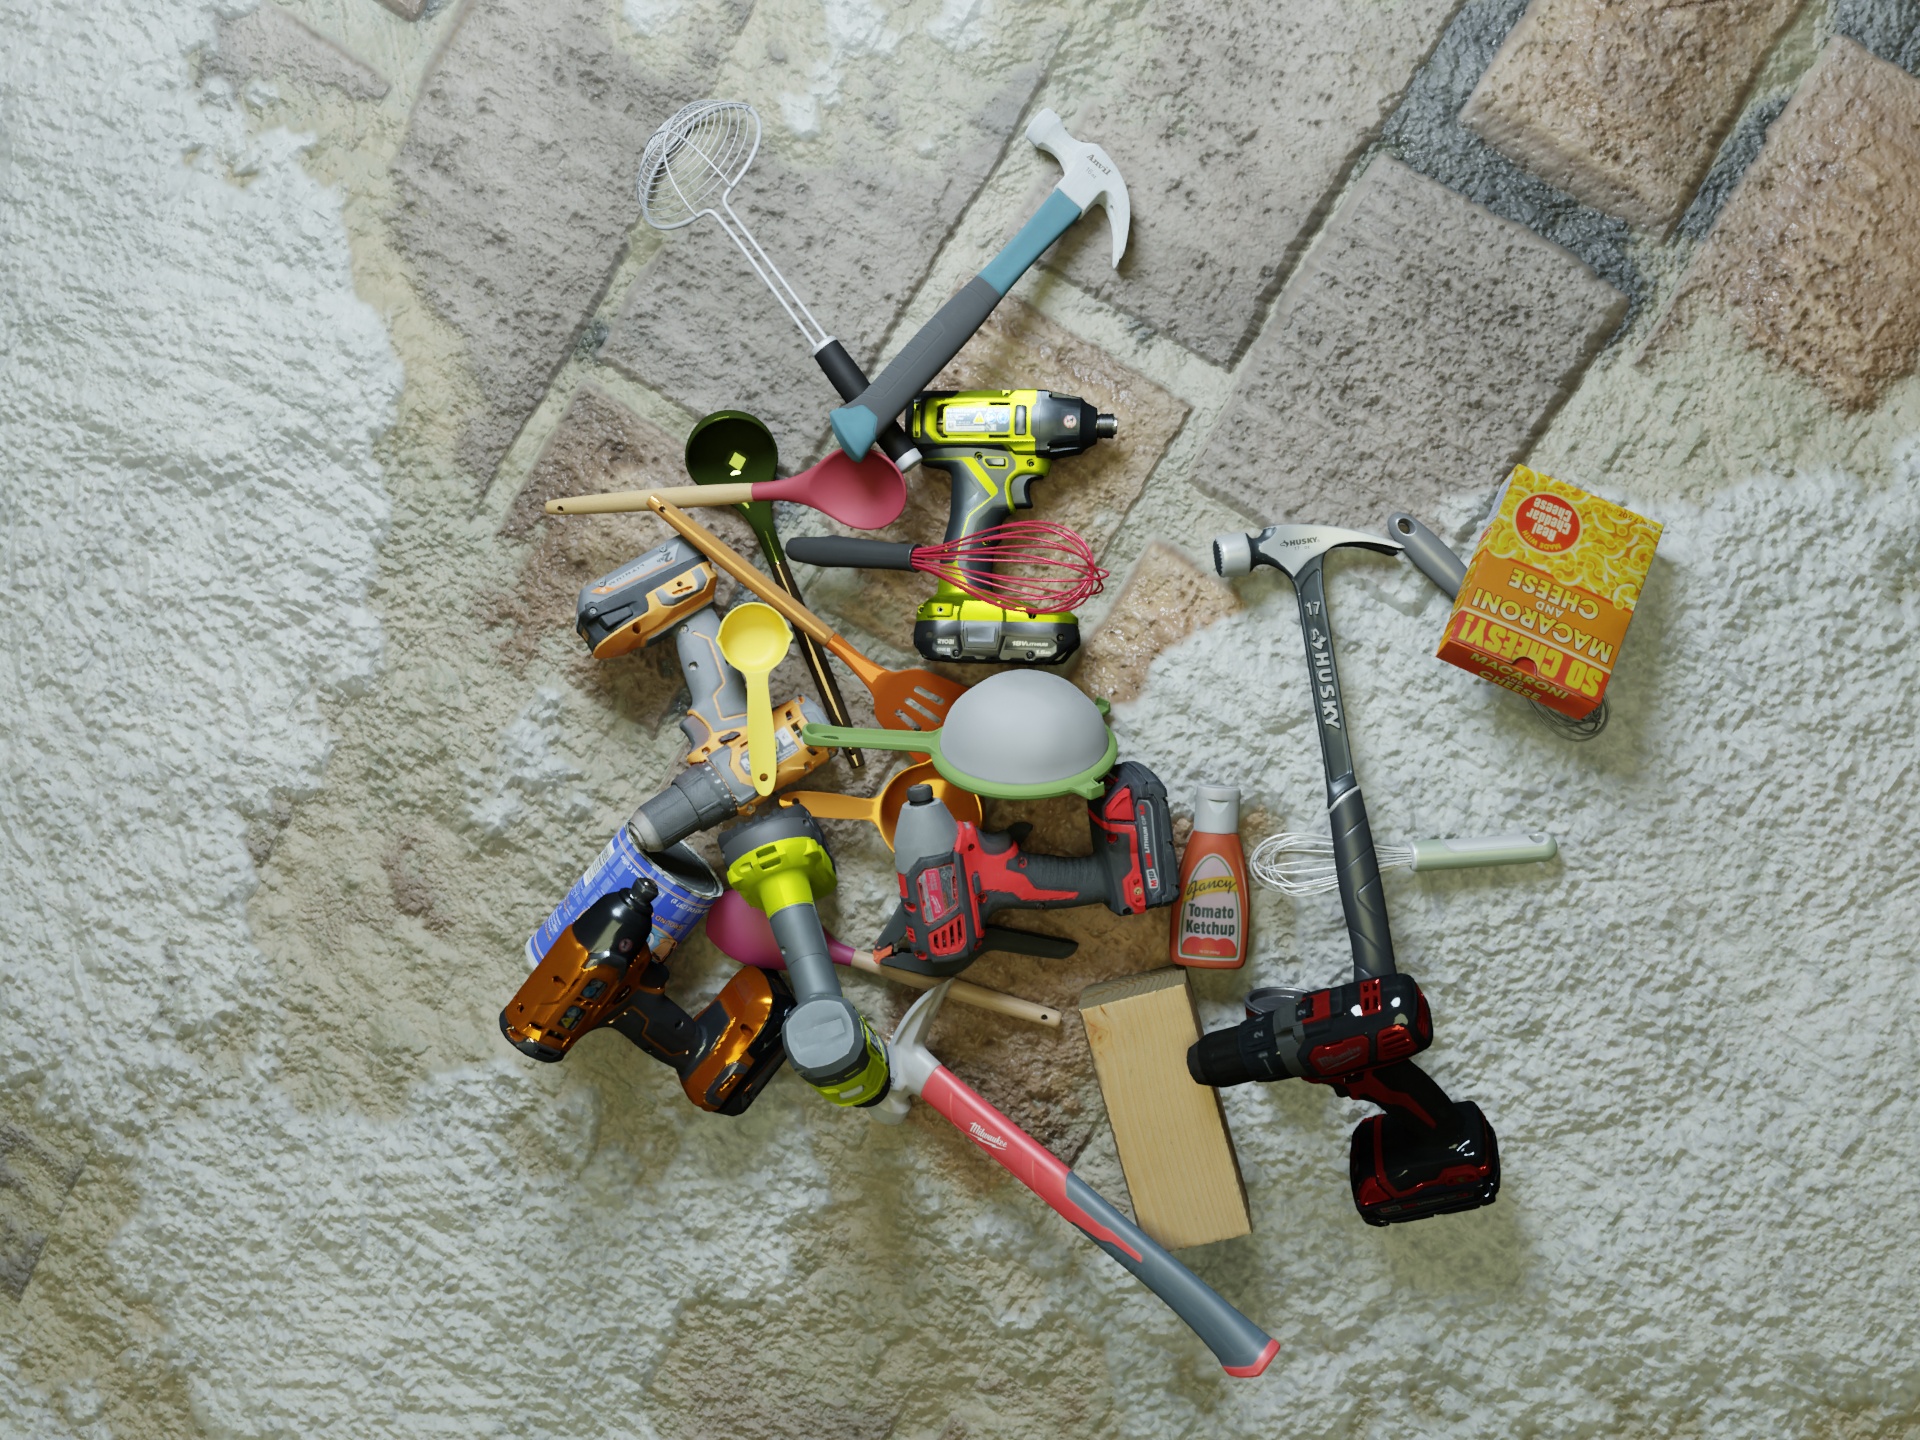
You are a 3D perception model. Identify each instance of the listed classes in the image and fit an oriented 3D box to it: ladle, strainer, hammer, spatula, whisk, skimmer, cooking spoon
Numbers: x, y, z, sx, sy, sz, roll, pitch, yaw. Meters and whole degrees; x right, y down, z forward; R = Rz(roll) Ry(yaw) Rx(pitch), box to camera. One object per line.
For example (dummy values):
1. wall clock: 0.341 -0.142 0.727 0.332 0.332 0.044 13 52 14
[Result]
1. ladle: -0.146 -0.108 1.340 0.078 0.062 0.320 -21 93 6
2. strainer: -0.002 -0.004 1.271 0.256 0.152 0.069 3 119 7
3. hammer: 0.306 0.041 1.263 0.149 0.036 0.409 -8 84 -1
4. spatula: -0.127 -0.083 1.317 0.322 0.041 0.081 38 100 -6
5. hammer: 0.094 0.368 1.266 0.386 0.038 0.143 35 114 23
6. ladle: -0.193 -0.183 1.301 0.315 0.031 0.069 -2 112 13
7. whisk: -0.018 -0.125 1.241 0.296 0.073 0.073 8 95 32
8. skimmer: -0.139 -0.354 1.307 0.127 0.090 0.363 -37 88 14
9. cooking spoon: -0.067 0.211 1.364 0.319 0.017 0.069 16 93 7
10. hammer: 0.012 -0.336 1.268 0.128 0.033 0.331 41 78 0
11. whisk: 0.427 -0.077 1.272 0.055 0.055 0.239 -43 83 8
12. whisk: 0.358 0.110 1.289 0.246 0.058 0.059 -4 118 3

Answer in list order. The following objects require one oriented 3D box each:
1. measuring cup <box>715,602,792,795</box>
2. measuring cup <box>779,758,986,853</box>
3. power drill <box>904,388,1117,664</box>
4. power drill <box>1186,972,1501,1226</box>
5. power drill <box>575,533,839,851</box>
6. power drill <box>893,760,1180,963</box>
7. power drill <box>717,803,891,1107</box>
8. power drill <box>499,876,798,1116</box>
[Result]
1. measuring cup: -0.165 -0.018 1.291 0.062 0.029 0.156 -4 96 -14
2. measuring cup: -0.063 0.073 1.341 0.173 0.052 0.095 5 94 11
3. power drill: 0.040 -0.159 1.303 0.171 0.080 0.223 2 90 8
4. power drill: 0.300 0.295 1.234 0.188 0.080 0.226 -21 122 26
5. power drill: -0.234 -0.018 1.317 0.185 0.084 0.226 -33 89 -20
6. power drill: 0.056 0.104 1.277 0.219 0.078 0.143 -11 102 -8
7. power drill: -0.115 0.200 1.282 0.080 0.190 0.229 -21 65 -1
8. power drill: -0.236 0.223 1.293 0.226 0.084 0.164 32 99 -39
